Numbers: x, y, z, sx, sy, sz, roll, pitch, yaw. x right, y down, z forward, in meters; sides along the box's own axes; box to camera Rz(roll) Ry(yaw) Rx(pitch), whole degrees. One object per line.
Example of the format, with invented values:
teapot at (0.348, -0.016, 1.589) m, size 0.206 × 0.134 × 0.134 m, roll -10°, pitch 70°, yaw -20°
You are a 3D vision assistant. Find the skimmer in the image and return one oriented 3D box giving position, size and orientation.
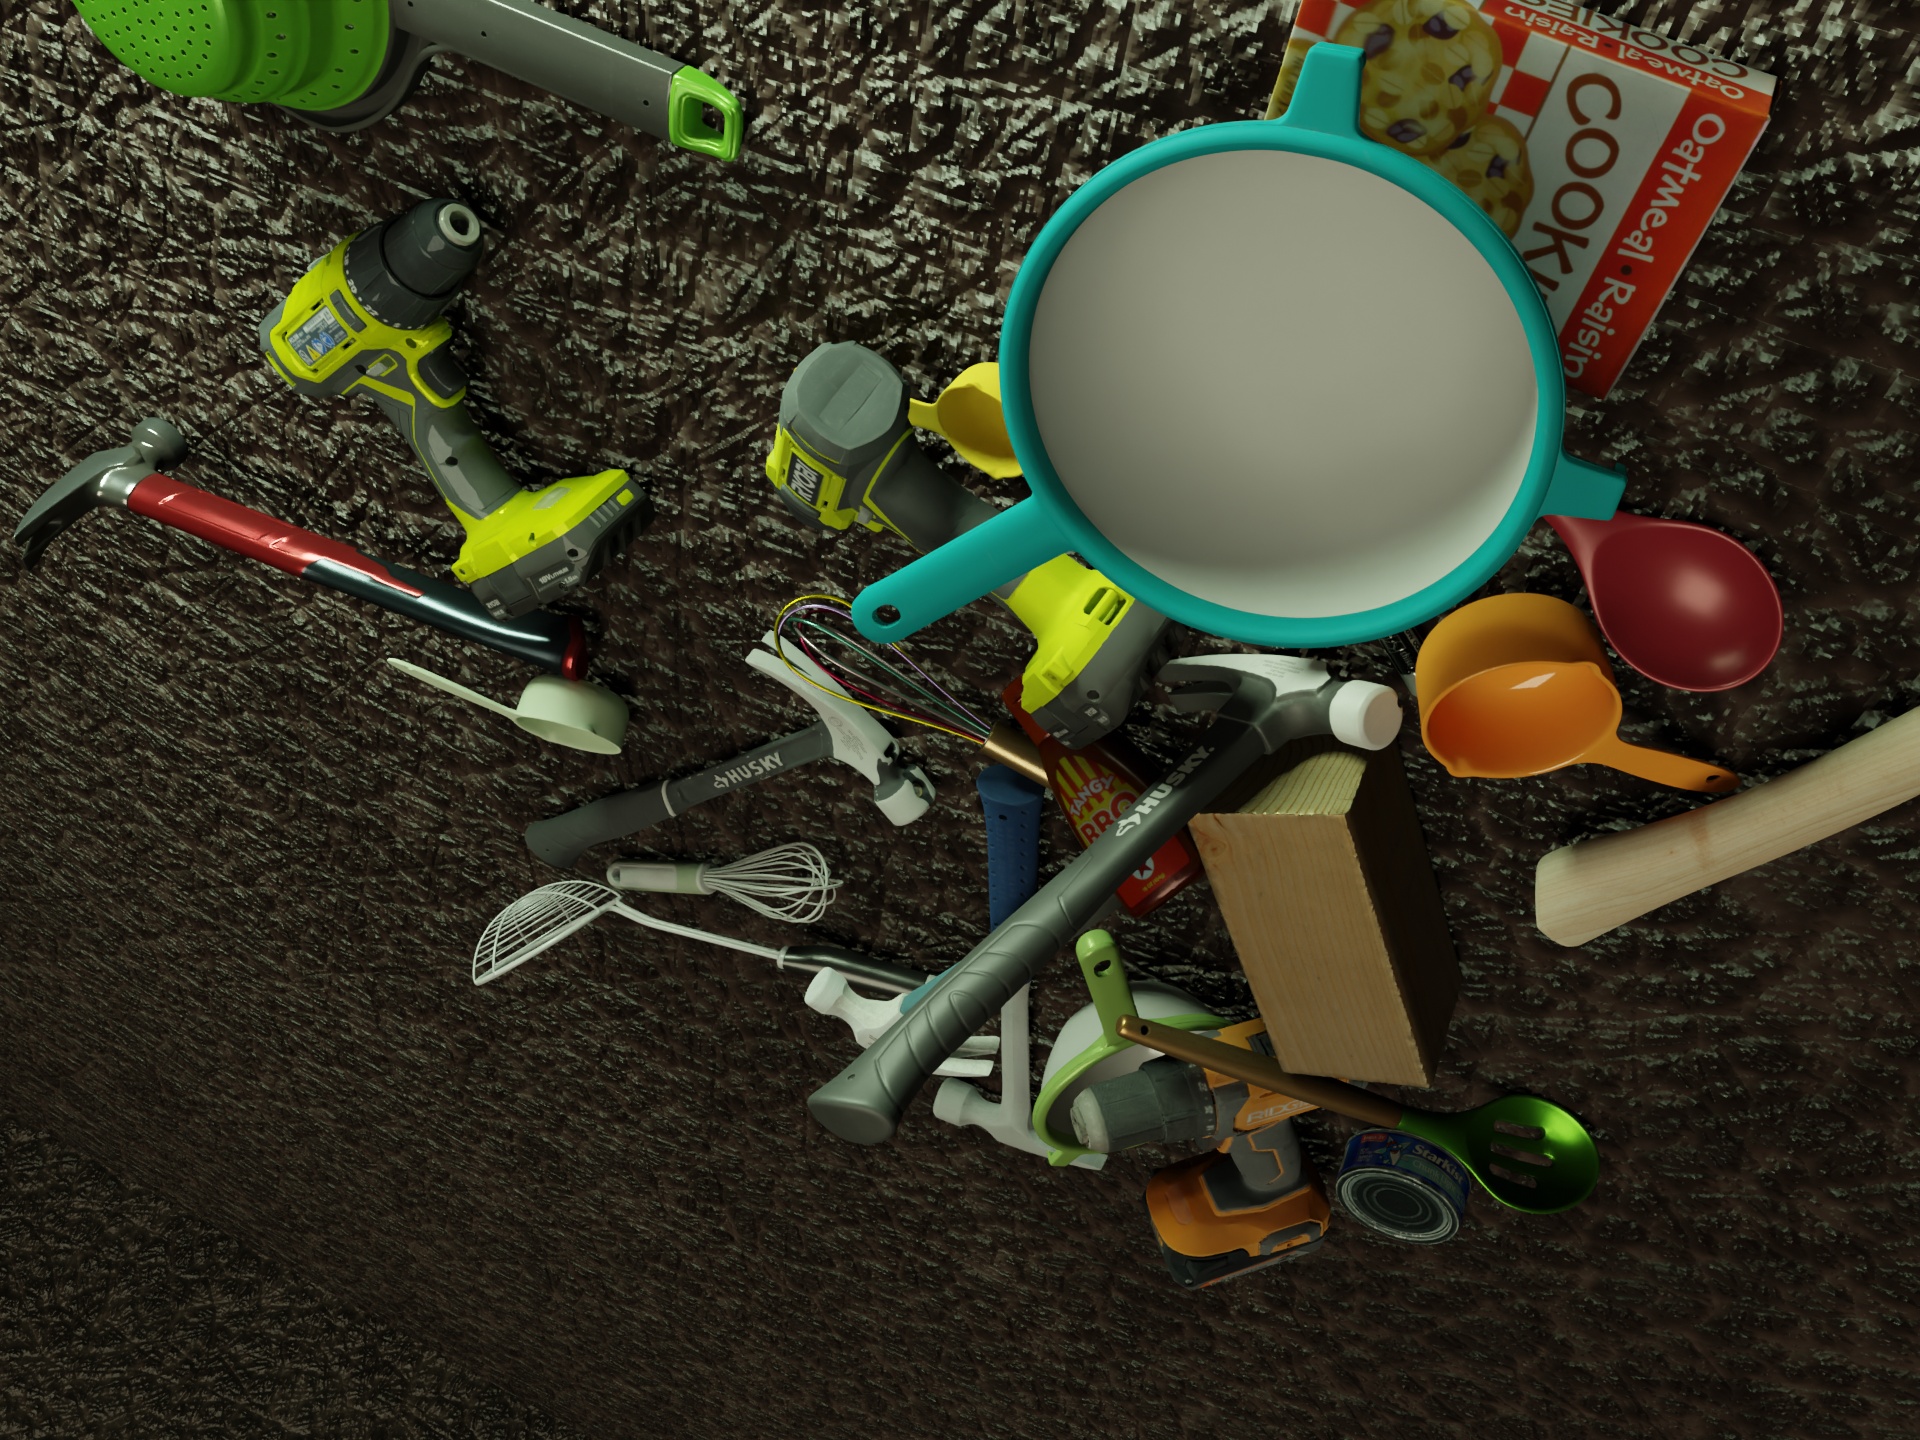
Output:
skimmer at (-0.195, 0.194, 1.217) m, size 0.363 × 0.127 × 0.090 m, roll 12°, pitch 102°, yaw 11°

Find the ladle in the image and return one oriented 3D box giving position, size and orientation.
ladle at (0.221, -0.121, 0.692) m, size 0.315 × 0.031 × 0.069 m, roll 37°, pitch 116°, yaw -1°

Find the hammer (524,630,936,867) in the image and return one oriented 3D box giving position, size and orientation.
hammer at (-0.198, 0.048, 1.132) m, size 0.409 × 0.036 × 0.149 m, roll -19°, pitch 117°, yaw 44°

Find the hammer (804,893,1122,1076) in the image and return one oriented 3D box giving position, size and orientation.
hammer at (0.036, 0.143, 1.017) m, size 0.128 × 0.033 × 0.331 m, roll 36°, pitch 132°, yaw -14°

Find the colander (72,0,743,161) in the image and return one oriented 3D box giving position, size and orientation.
colander at (-0.294, -0.338, 0.759) m, size 0.397 × 0.094 × 0.204 m, roll 25°, pitch 140°, yaw 9°

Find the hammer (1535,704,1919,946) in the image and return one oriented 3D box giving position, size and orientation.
hammer at (0.421, 0.014, 0.674) m, size 0.146 × 0.038 × 0.410 m, roll 39°, pitch 137°, yaw -9°

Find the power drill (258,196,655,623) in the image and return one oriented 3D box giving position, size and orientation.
power drill at (-0.287, -0.181, 0.929) m, size 0.190 × 0.080 × 0.228 m, roll -16°, pitch 118°, yaw 42°

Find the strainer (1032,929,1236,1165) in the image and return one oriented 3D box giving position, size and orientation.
strainer at (0.098, 0.187, 1.013) m, size 0.151 × 0.069 × 0.256 m, roll -22°, pitch 139°, yaw -1°

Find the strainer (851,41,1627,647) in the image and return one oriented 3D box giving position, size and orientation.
strainer at (0.085, -0.119, 0.661) m, size 0.340 × 0.095 × 0.211 m, roll -24°, pitch 112°, yaw 42°

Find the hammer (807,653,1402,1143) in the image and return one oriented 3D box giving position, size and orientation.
hammer at (0.057, 0.079, 0.777) m, size 0.146 × 0.335 × 0.035 m, roll 19°, pitch 145°, yaw 55°

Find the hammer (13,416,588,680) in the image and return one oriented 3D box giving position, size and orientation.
hammer at (-0.434, -0.096, 1.075) m, size 0.386 × 0.143 × 0.038 m, roll 21°, pitch 139°, yaw 8°

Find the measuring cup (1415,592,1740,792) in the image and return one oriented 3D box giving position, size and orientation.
measuring cup at (0.295, -0.008, 0.751) m, size 0.173 × 0.052 × 0.095 m, roll 16°, pitch 141°, yaw -18°

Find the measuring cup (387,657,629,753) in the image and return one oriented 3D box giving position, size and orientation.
measuring cup at (-0.303, -0.022, 1.082) m, size 0.167 × 0.038 × 0.083 m, roll 25°, pitch 162°, yaw -29°

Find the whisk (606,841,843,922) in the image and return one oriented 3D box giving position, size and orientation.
whisk at (-0.183, 0.118, 1.185) m, size 0.246 × 0.059 × 0.058 m, roll -2°, pitch 91°, yaw 40°

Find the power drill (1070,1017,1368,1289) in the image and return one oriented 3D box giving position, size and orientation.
power drill at (0.163, 0.281, 1.034) m, size 0.185 × 0.084 × 0.226 m, roll -14°, pitch 135°, yaw -10°

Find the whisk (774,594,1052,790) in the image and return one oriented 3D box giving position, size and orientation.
whisk at (0.000, -0.005, 0.948) m, size 0.245 × 0.047 × 0.051 m, roll 29°, pitch 152°, yaw -2°

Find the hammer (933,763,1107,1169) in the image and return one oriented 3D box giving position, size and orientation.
hammer at (0.043, 0.185, 1.110) m, size 0.144 × 0.035 × 0.405 m, roll 17°, pitch 137°, yaw 19°

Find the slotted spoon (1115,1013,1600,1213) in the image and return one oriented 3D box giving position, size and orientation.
slotted spoon at (0.237, 0.226, 0.948) m, size 0.313 × 0.070 × 0.031 m, roll 19°, pitch 159°, yaw -10°

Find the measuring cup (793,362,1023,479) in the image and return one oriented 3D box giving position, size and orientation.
measuring cup at (-0.020, -0.167, 0.814) m, size 0.157 × 0.029 × 0.062 m, roll 23°, pitch 150°, yaw 31°

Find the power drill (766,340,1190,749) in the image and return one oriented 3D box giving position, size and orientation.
power drill at (0.001, -0.086, 0.816) m, size 0.223 × 0.080 × 0.171 m, roll 38°, pitch 167°, yaw -2°
